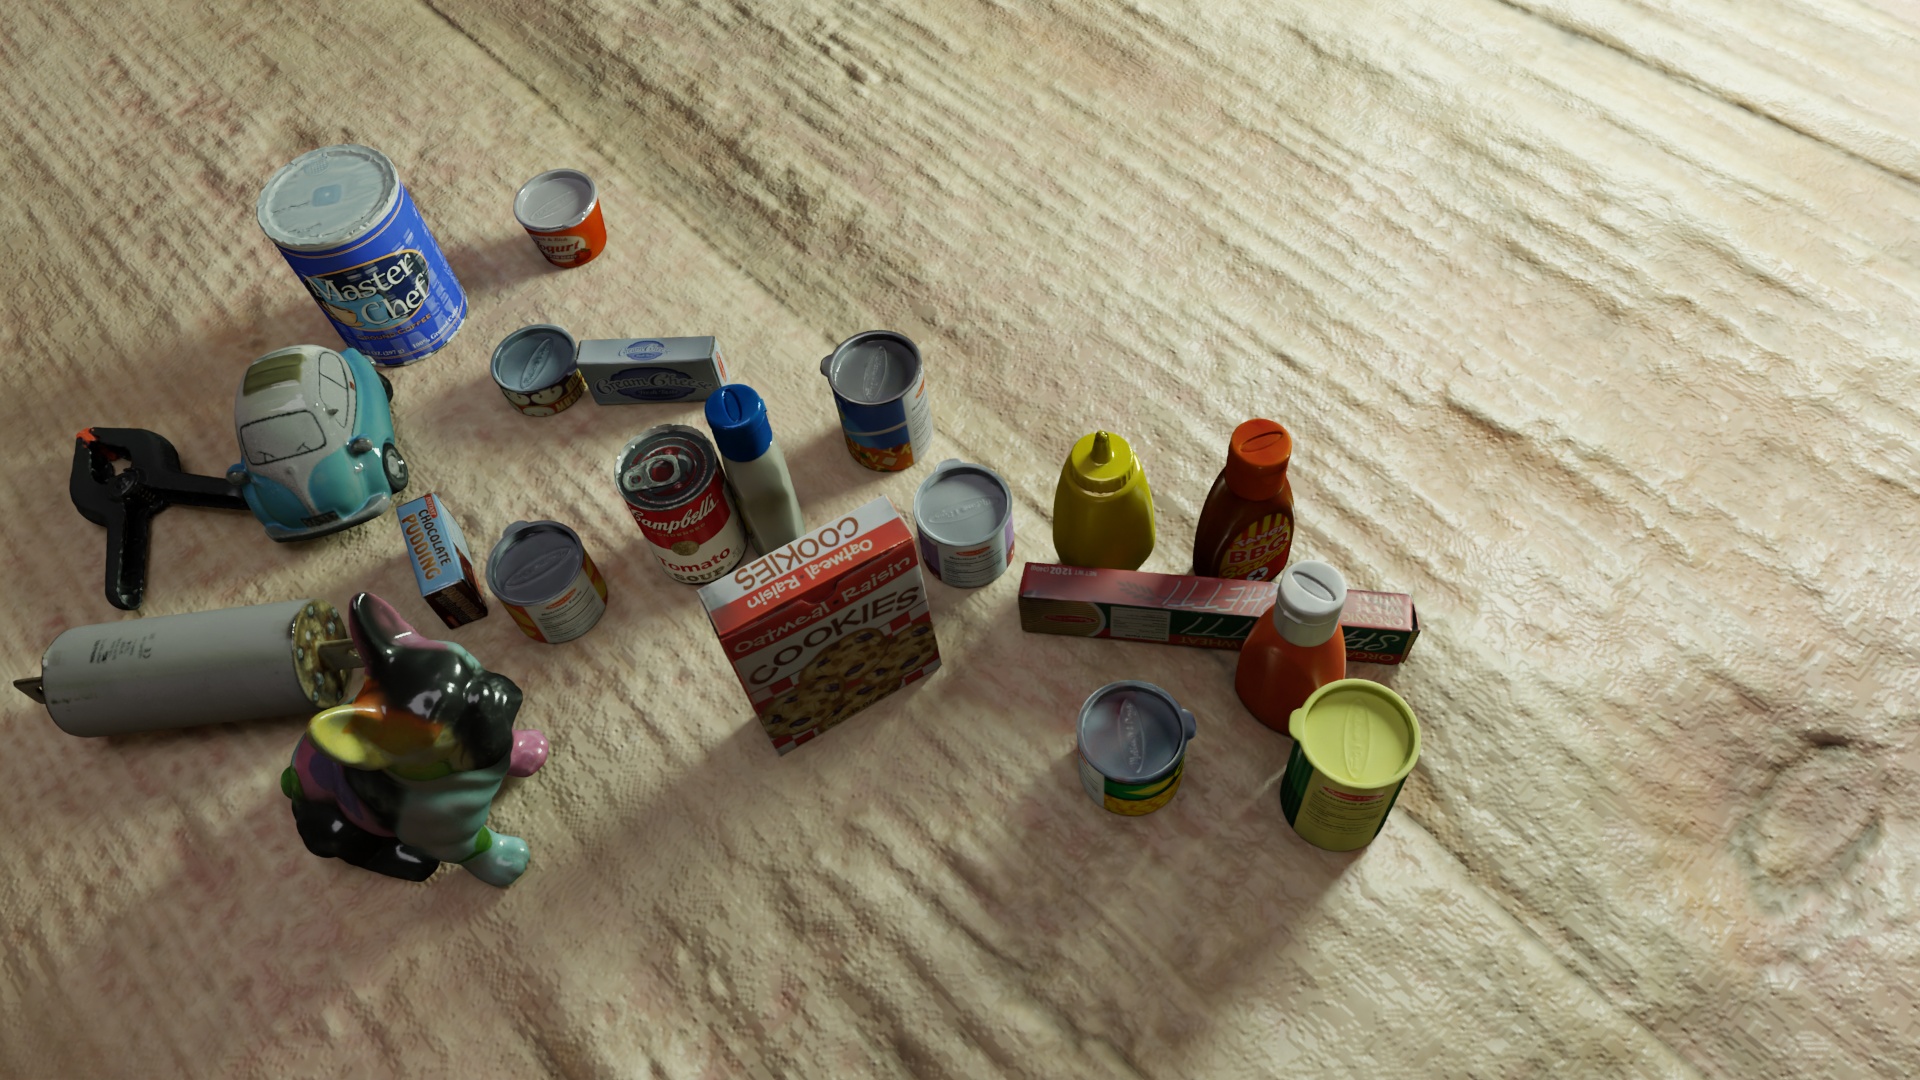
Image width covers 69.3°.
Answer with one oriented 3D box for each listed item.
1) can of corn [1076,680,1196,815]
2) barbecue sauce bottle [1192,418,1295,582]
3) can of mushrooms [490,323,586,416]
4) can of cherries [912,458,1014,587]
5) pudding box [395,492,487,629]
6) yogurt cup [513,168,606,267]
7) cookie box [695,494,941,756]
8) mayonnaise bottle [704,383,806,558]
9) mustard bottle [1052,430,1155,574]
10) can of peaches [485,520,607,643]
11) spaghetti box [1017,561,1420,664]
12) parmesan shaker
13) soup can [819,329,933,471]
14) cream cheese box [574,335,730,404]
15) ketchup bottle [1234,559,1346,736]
[{"bbox_3d":[0.107,0.127,0.848,0.071,0.058,0.071,-2,58,4],"label":"can of corn"},{"bbox_3d":[0.183,-0.020,0.879,0.065,0.147,0.044,-21,59,-7],"label":"barbecue sauce bottle"},{"bbox_3d":[-0.319,-0.129,1.060,0.071,0.033,0.071,-2,58,4],"label":"can of mushrooms"},{"bbox_3d":[0.003,-0.012,0.943,0.071,0.058,0.072,-2,58,4],"label":"can of cherries"},{"bbox_3d":[-0.361,0.014,0.966,0.030,0.049,0.084,-24,59,-9],"label":"pudding box"},{"bbox_3d":[-0.322,-0.260,1.130,0.072,0.053,0.073,-2,58,4],"label":"yogurt cup"},{"bbox_3d":[-0.079,0.056,0.845,0.123,0.166,0.040,-28,60,-12],"label":"cookie box"},{"bbox_3d":[-0.136,-0.046,0.925,0.041,0.147,0.065,-19,59,-6],"label":"mayonnaise bottle"},{"bbox_3d":[0.091,-0.027,0.885,0.065,0.159,0.049,-26,60,-10],"label":"mustard bottle"},{"bbox_3d":[-0.281,0.027,0.945,0.071,0.057,0.071,-2,58,4],"label":"can of peaches"},{"bbox_3d":[0.163,0.047,0.897,0.250,0.050,0.029,5,59,8],"label":"spaghetti box"},{"bbox_3d":[0.221,0.132,0.808,0.071,0.102,0.071,-2,58,4],"label":"parmesan shaker"},{"bbox_3d":[-0.058,-0.098,0.988,0.071,0.083,0.071,-2,58,4],"label":"soup can"},{"bbox_3d":[-0.229,-0.127,1.039,0.104,0.053,0.024,-1,59,5],"label":"cream cheese box"},{"bbox_3d":[0.200,0.064,0.825,0.065,0.148,0.044,35,68,23],"label":"ketchup bottle"}]
